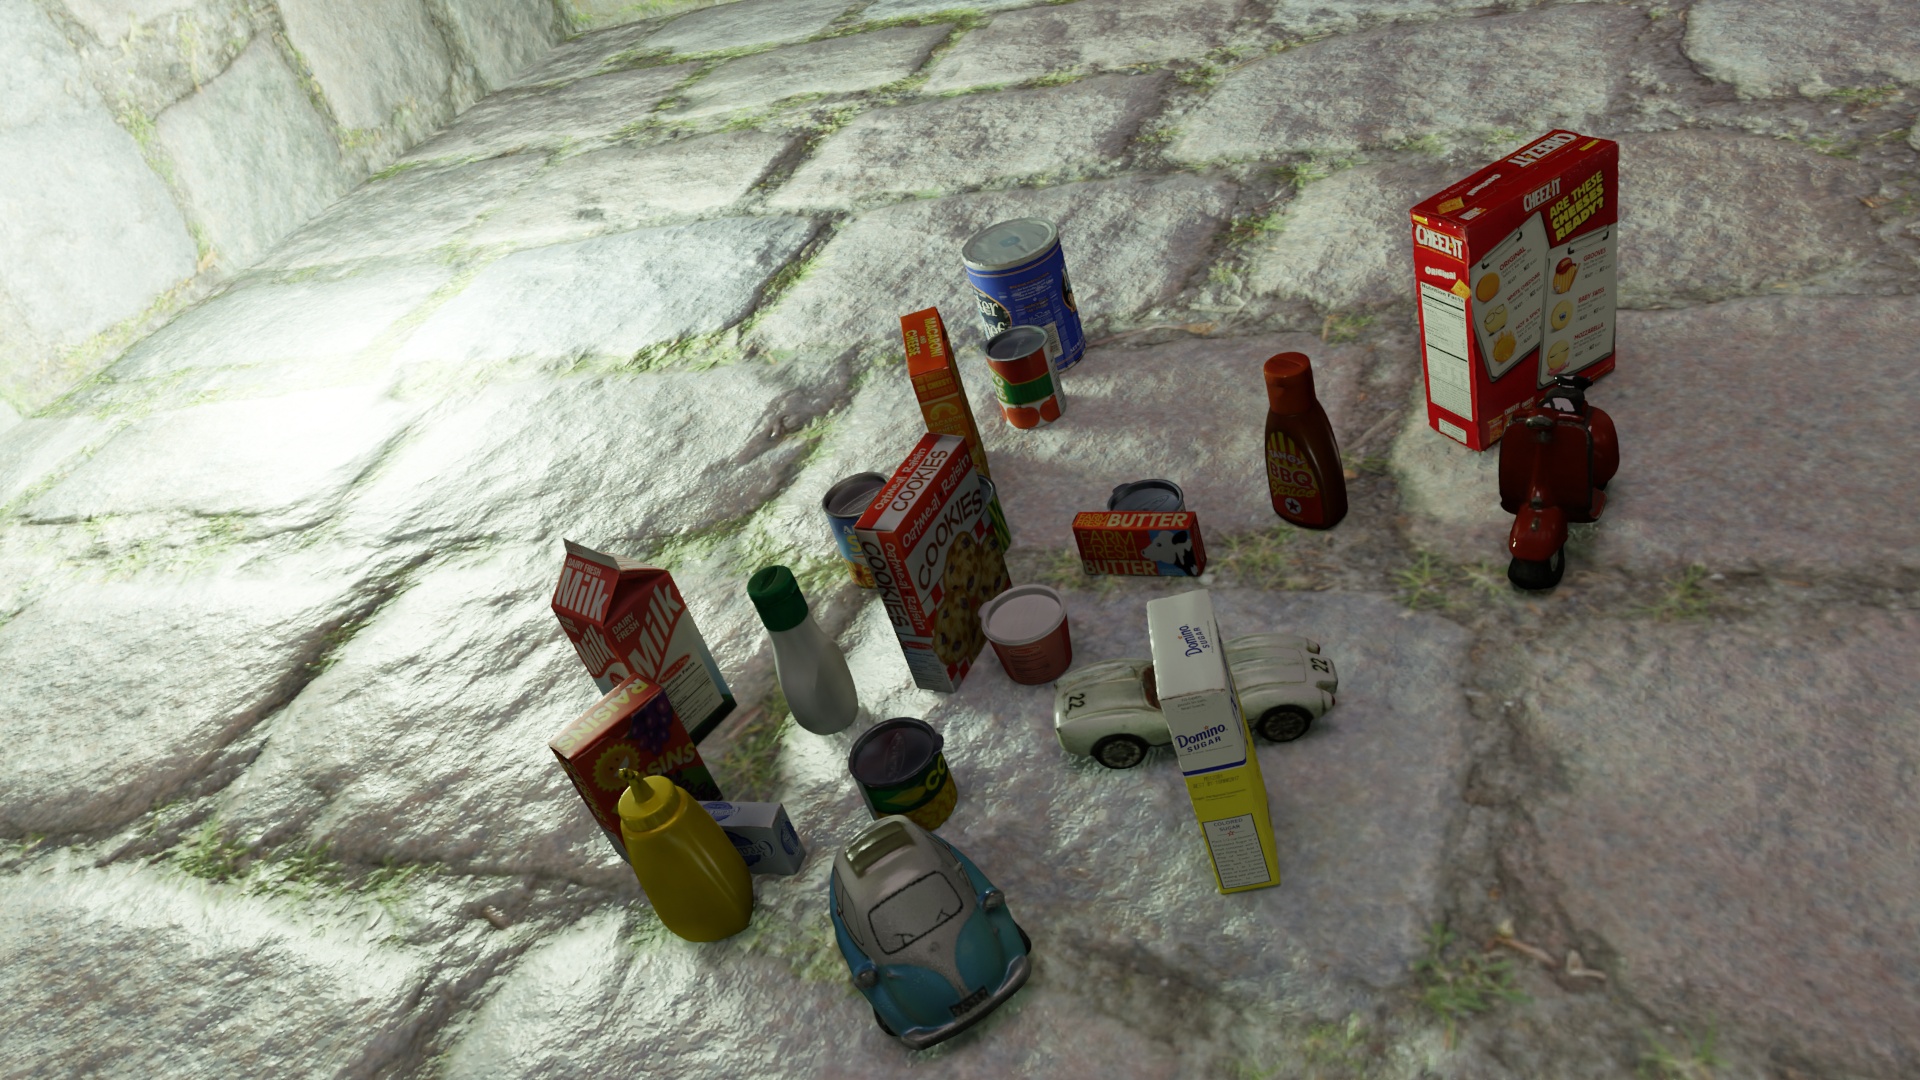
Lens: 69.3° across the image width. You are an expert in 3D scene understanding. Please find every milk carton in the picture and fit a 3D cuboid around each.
[{"bbox_3d":[-0.259,0.079,1.110,0.072,0.189,0.074,15,47,39],"label":"milk carton"}]

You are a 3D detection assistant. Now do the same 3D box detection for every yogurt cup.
[{"bbox_3d":[0.055,0.076,1.088,0.072,0.053,0.073,-13,35,9],"label":"yogurt cup"}]

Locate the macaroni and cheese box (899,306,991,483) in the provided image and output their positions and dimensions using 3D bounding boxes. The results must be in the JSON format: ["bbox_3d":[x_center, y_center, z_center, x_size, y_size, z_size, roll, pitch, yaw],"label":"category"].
[{"bbox_3d":[-0.010,-0.115,1.281,0.040,0.165,0.124,-16,35,4],"label":"macaroni and cheese box"}]

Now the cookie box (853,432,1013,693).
[{"bbox_3d":[-0.018,0.017,1.102,0.040,0.166,0.123,4,41,30],"label":"cookie box"}]

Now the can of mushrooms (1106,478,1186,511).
[{"bbox_3d":[0.159,-0.022,1.191,0.071,0.033,0.071,-12,35,9],"label":"can of mushrooms"}]

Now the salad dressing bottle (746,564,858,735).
[{"bbox_3d":[-0.123,0.085,1.076,0.044,0.147,0.064,-1,38,24],"label":"salad dressing bottle"}]

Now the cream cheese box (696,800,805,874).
[{"bbox_3d":[-0.168,0.214,1.003,0.104,0.053,0.024,-3,38,21],"label":"cream cheese box"}]

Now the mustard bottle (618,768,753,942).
[{"bbox_3d":[-0.191,0.205,0.933,0.065,0.159,0.049,-13,35,8],"label":"mustard bottle"}]

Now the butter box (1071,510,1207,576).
[{"bbox_3d":[0.147,0.002,1.147,0.103,0.053,0.024,1,39,26],"label":"butter box"}]

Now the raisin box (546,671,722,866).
[{"bbox_3d":[-0.240,0.172,1.033,0.040,0.122,0.086,21,51,43],"label":"raisin box"}]

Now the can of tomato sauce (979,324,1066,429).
[{"bbox_3d":[0.063,-0.162,1.385,0.071,0.082,0.071,-13,35,9],"label":"can of tomato sauce"}]

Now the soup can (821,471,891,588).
[{"bbox_3d":[-0.078,-0.008,1.238,0.071,0.083,0.072,-13,35,9],"label":"soup can"}]

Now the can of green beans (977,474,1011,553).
[{"bbox_3d":[0.006,-0.017,1.234,0.071,0.057,0.071,-13,35,9],"label":"can of green beans"}]

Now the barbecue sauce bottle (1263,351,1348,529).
[{"bbox_3d":[0.273,-0.081,1.118,0.044,0.147,0.065,-39,39,-26],"label":"barbecue sauce bottle"}]

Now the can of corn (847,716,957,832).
[{"bbox_3d":[-0.038,0.170,0.998,0.071,0.058,0.071,-13,35,9],"label":"can of corn"}]
